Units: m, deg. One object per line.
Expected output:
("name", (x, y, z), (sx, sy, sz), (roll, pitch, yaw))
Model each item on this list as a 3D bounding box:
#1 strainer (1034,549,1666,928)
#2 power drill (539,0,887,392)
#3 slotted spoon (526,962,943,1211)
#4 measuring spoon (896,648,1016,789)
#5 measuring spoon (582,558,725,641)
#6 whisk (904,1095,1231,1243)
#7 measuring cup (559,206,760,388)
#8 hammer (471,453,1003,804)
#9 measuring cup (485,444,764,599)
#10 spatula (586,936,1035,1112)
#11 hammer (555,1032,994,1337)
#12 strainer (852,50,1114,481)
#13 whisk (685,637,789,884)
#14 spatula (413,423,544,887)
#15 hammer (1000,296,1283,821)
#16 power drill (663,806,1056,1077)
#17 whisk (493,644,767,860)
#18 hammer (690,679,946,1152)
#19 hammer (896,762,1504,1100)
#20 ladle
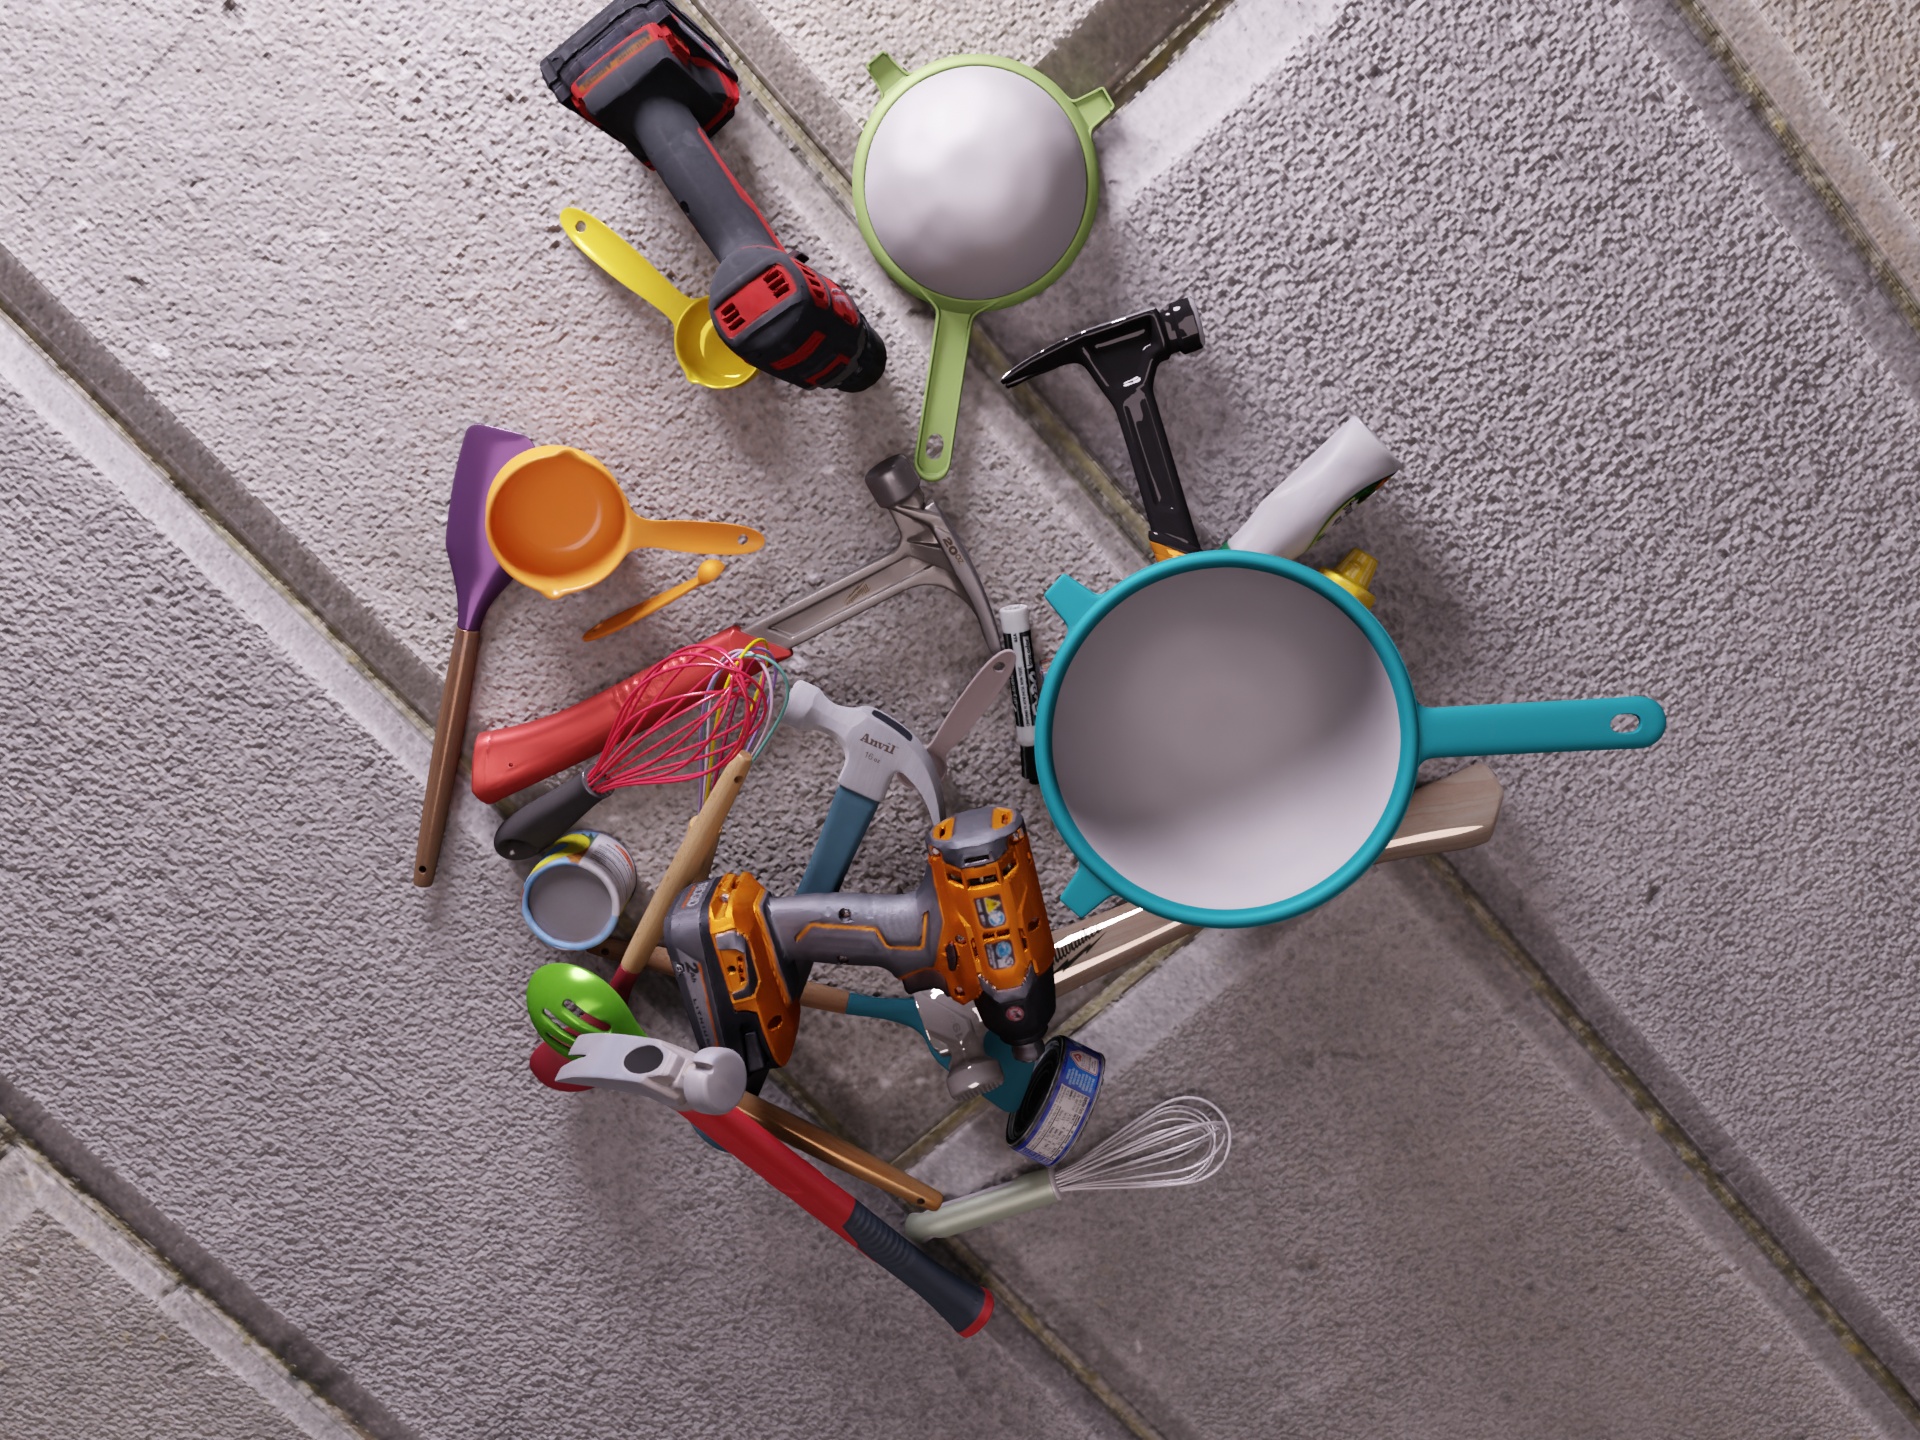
("strainer", (0.214, 0.005, 0.912), (0.340, 0.095, 0.211), (-3, 95, 6))
("power drill", (-0.125, -0.289, 0.919), (0.080, 0.188, 0.227), (-33, 84, 13))
("slotted spoon", (-0.149, 0.252, 1.056), (0.313, 0.031, 0.070), (29, 116, -8))
("measuring spoon", (-0.002, -0.003, 1.042), (0.034, 0.018, 0.124), (25, 118, -24))
("measuring spoon", (-0.200, -0.077, 1.022), (0.117, 0.021, 0.011), (-23, 120, 23))
("whisk", (0.074, 0.326, 1.131), (0.246, 0.057, 0.059), (-20, 70, 9))
("measuring cup", (-0.184, -0.265, 0.988), (0.156, 0.029, 0.062), (40, 102, 3))
("hammer", (-0.156, -0.028, 1.036), (0.359, 0.037, 0.149), (-26, 111, 8))
("measuring cup", (-0.214, -0.127, 1.012), (0.173, 0.052, 0.095), (3, 110, -22))
("spatula", (-0.104, 0.192, 1.093), (0.317, 0.044, 0.082), (13, 107, -2))
("hammer", (-0.101, 0.317, 1.058), (0.143, 0.038, 0.385), (-3, 140, 38))
("strainer", (0.001, -0.269, 0.957), (0.151, 0.069, 0.256), (9, 103, -2))
("whisk", (-0.158, 0.050, 1.034), (0.051, 0.047, 0.244), (12, 122, -12))
("spatula", (-0.326, -0.036, 1.047), (0.059, 0.018, 0.316), (14, 104, -4))
("hammer", (0.133, -0.081, 0.982), (0.127, 0.034, 0.337), (-17, 91, 9))
("power drill", (-0.053, 0.154, 0.992), (0.226, 0.084, 0.164), (-13, 106, 7))
("whisk", (-0.215, 0.030, 0.987), (0.296, 0.073, 0.073), (-31, 105, 41))
("hammer", (-0.109, 0.144, 1.053), (0.128, 0.033, 0.331), (23, 107, -1))
("hammer", (0.160, 0.109, 1.059), (0.410, 0.038, 0.146), (-22, 69, -1))
("ladle", (-0.206, 0.143, 1.047), (0.069, 0.031, 0.315), (12, 122, -35))
